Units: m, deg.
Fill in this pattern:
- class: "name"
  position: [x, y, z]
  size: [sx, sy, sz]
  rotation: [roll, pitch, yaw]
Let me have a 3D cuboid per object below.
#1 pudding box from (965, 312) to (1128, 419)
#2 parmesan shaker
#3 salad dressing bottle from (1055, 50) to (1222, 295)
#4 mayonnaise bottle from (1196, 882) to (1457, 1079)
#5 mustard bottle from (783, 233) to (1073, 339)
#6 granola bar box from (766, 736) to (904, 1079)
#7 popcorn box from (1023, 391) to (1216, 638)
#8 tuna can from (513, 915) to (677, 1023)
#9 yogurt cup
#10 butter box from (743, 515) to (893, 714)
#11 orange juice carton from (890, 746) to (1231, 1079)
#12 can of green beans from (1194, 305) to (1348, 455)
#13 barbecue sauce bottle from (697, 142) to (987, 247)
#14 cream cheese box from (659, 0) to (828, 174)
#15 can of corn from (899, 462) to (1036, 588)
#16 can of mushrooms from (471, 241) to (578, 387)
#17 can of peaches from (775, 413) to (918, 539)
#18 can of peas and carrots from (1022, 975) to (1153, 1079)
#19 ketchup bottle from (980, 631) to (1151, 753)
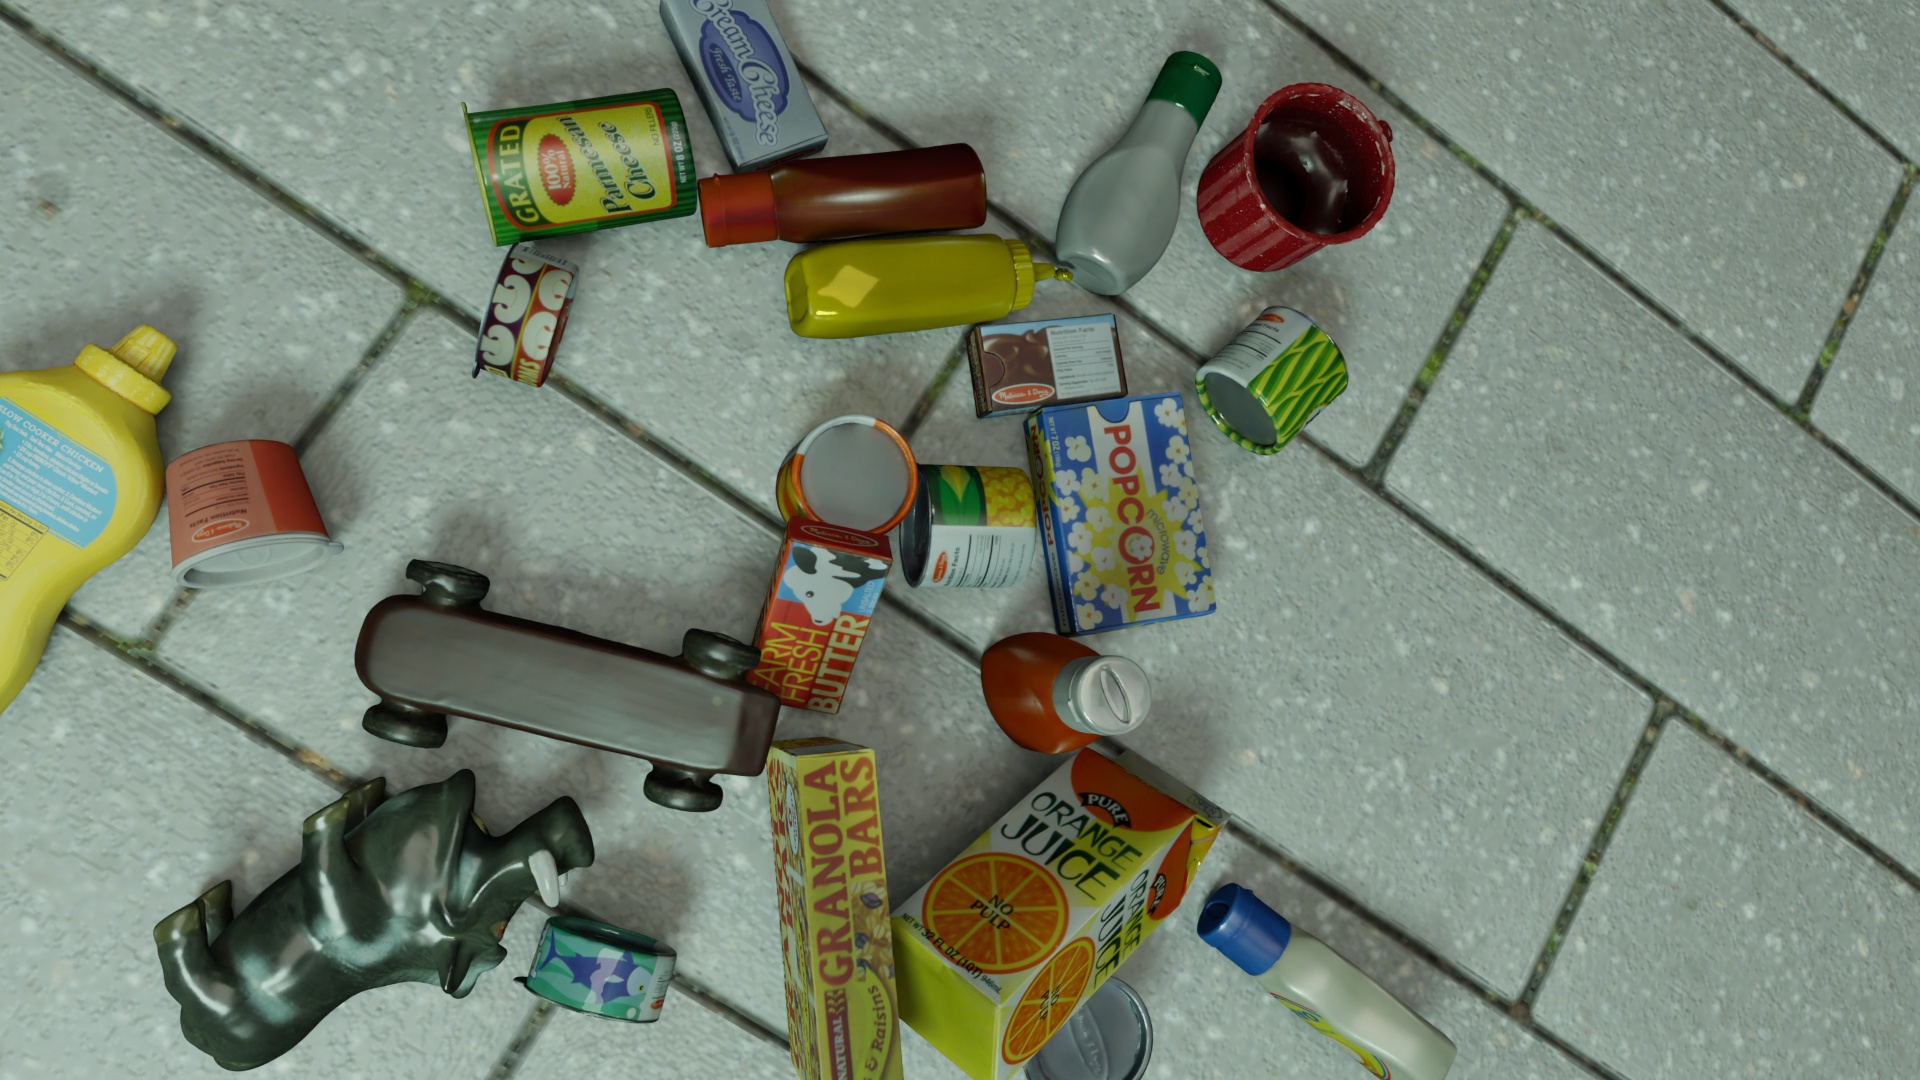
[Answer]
- class: "pudding box"
  position: [0.048, -0.098, 0.778]
  size: [0.084, 0.030, 0.049]
  rotation: [-8, 87, -16]
- class: "parmesan shaker"
  position: [-0.191, -0.192, 0.703]
  size: [0.103, 0.071, 0.071]
  rotation: [-14, 88, -16]
- class: "salad dressing bottle"
  position: [0.106, -0.213, 0.801]
  size: [0.064, 0.044, 0.148]
  rotation: [30, 76, -10]
- class: "mayonnaise bottle"
  position: [0.198, 0.247, 0.766]
  size: [0.148, 0.064, 0.041]
  rotation: [37, 74, -5]
- class: "mustard bottle"
  position: [-0.013, -0.140, 0.752]
  size: [0.161, 0.065, 0.049]
  rotation: [-10, 92, -22]
- class: "granola bar box"
  position: [-0.062, 0.180, 0.667]
  size: [0.039, 0.124, 0.165]
  rotation: [-4, 85, -15]
- class: "popcorn box"
  position: [0.089, -0.014, 0.776]
  size: [0.085, 0.038, 0.126]
  rotation: [-8, 86, -15]
- class: "tuna can"
  position: [-0.174, 0.204, 0.664]
  size: [0.071, 0.071, 0.033]
  rotation: [19, 79, -13]
- class: "yogurt cup"
  position: [-0.334, -0.013, 0.647]
  size: [0.072, 0.072, 0.054]
  rotation: [-15, 80, -16]
- class: "butter box"
  position: [-0.074, 0.040, 0.702]
  size: [0.053, 0.024, 0.103]
  rotation: [13, 120, -15]
- class: "orange juice carton"
  position: [0.054, 0.174, 0.699]
  size: [0.072, 0.072, 0.193]
  rotation: [29, 46, 32]
- class: "can of green beans"
  position: [0.177, -0.091, 0.795]
  size: [0.058, 0.071, 0.071]
  rotation: [-42, 96, -15]
- class: "barbecue sauce bottle"
  position: [-0.064, -0.183, 0.743]
  size: [0.149, 0.065, 0.043]
  rotation: [-9, 119, -11]
- class: "cream cheese box"
  position: [-0.118, -0.253, 0.753]
  size: [0.053, 0.024, 0.103]
  rotation: [-25, 91, -17]
- class: "can of corn"
  position: [0.003, -0.009, 0.739]
  size: [0.058, 0.071, 0.071]
  rotation: [1, 84, -16]
- class: "can of mushrooms"
  position: [-0.215, -0.109, 0.688]
  size: [0.033, 0.071, 0.071]
  rotation: [18, 80, -14]
- class: "can of peaches"
  position: [-0.059, -0.028, 0.726]
  size: [0.071, 0.058, 0.071]
  rotation: [2, 83, -15]
- class: "can of peas and carrots"
  position: [0.057, 0.256, 0.726]
  size: [0.071, 0.058, 0.071]
  rotation: [2, 84, -15]
- class: "ketchup bottle"
  position: [0.051, 0.077, 0.698]
  size: [0.043, 0.148, 0.064]
  rotation: [-24, 91, -15]
